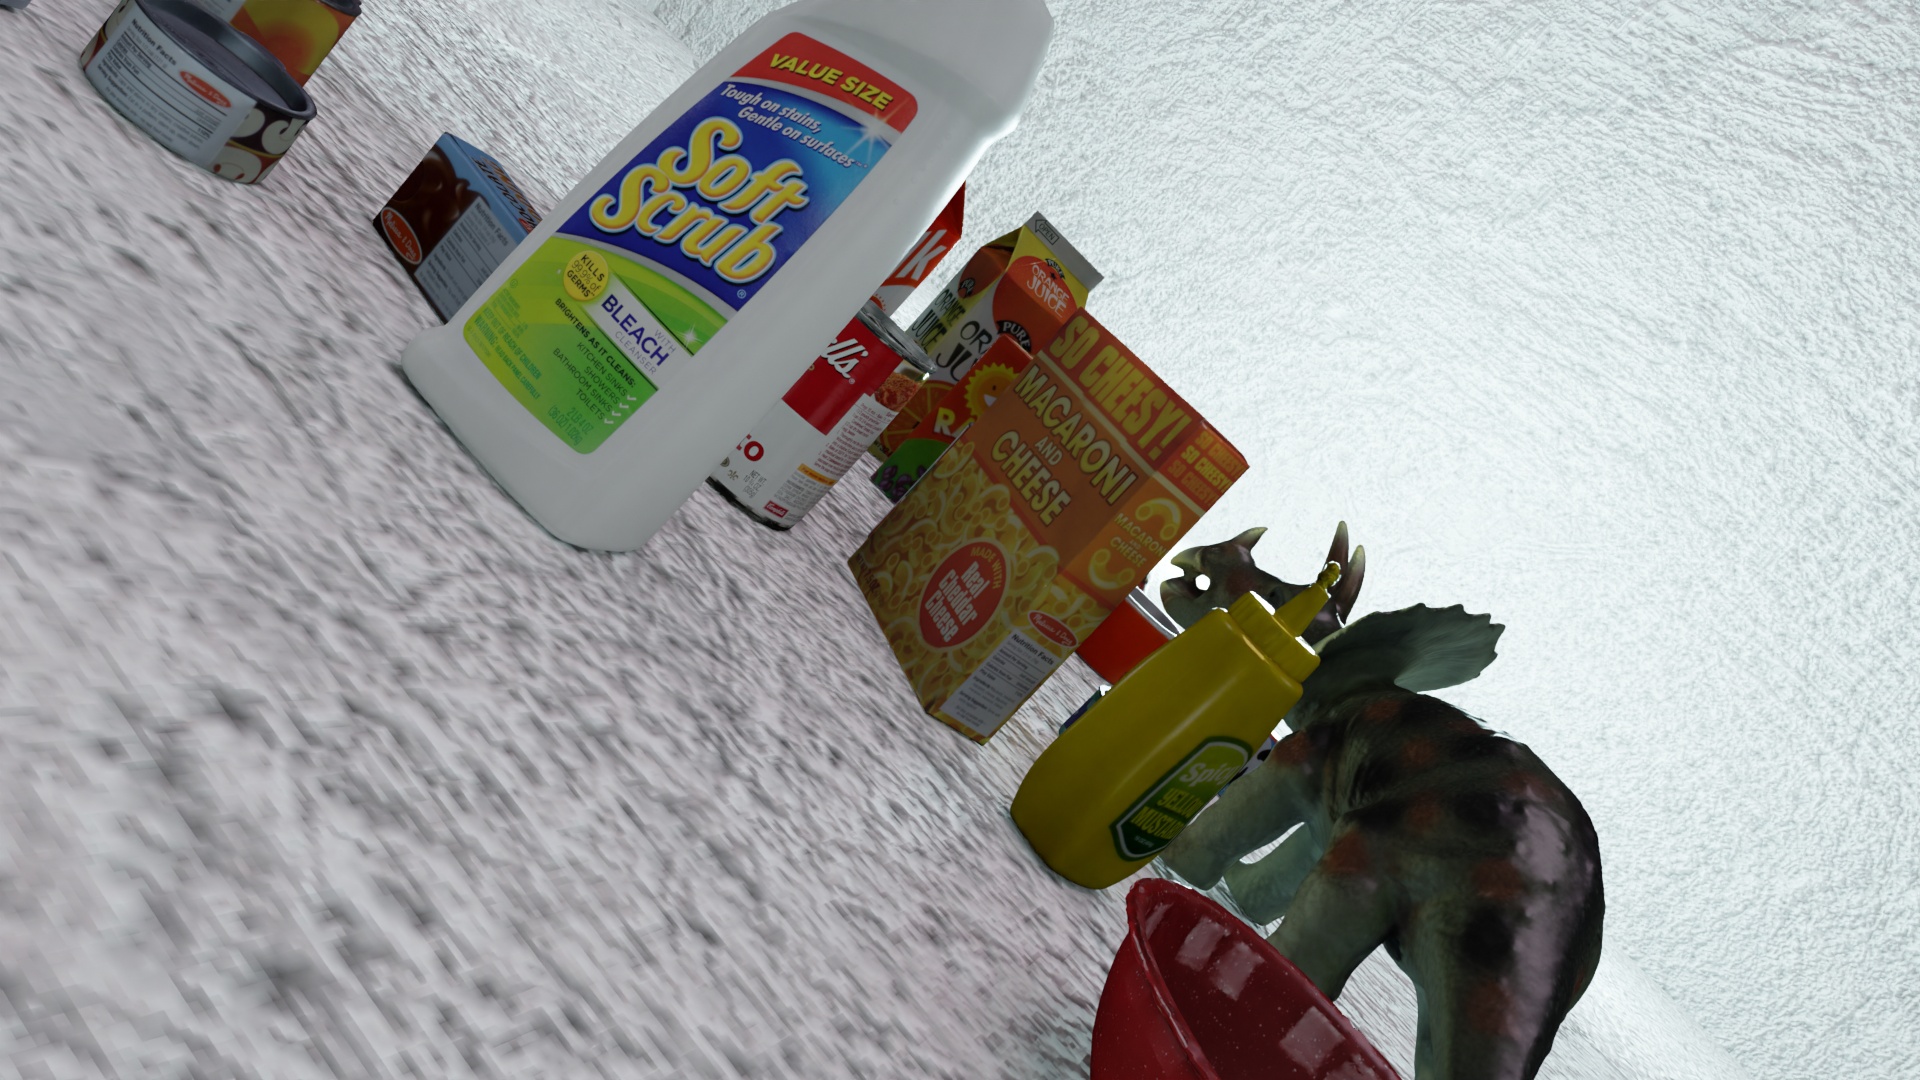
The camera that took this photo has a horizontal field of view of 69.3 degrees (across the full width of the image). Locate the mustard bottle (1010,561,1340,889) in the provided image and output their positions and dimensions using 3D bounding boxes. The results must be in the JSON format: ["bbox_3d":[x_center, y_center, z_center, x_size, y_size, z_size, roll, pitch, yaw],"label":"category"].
[{"bbox_3d":[0.091,0.068,0.543,0.065,0.160,0.049,31,15,-50],"label":"mustard bottle"}]

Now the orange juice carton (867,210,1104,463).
[{"bbox_3d":[0.011,-0.131,0.950,0.071,0.192,0.073,39,11,-25],"label":"orange juice carton"}]

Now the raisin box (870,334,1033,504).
[{"bbox_3d":[0.018,-0.053,0.859,0.086,0.123,0.040,45,10,12],"label":"raisin box"}]

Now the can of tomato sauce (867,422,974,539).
[{"bbox_3d":[0.003,-0.009,0.736,0.071,0.083,0.071,42,10,-9],"label":"can of tomato sauce"}]

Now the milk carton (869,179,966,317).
[{"bbox_3d":[-0.072,-0.158,0.756,0.072,0.190,0.073,49,11,31],"label":"milk carton"}]

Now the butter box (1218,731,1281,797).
[{"bbox_3d":[0.170,0.126,0.906,0.024,0.053,0.104,32,15,-49],"label":"butter box"}]

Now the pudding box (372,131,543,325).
[{"bbox_3d":[-0.186,-0.113,0.537,0.084,0.049,0.030,48,11,26],"label":"pudding box"}]

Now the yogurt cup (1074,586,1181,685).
[{"bbox_3d":[0.105,0.060,0.923,0.072,0.054,0.072,41,10,-9],"label":"yogurt cup"}]

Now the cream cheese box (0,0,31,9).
[{"bbox_3d":[-0.329,-0.224,0.439,0.104,0.053,0.024,43,10,-1],"label":"cream cheese box"}]

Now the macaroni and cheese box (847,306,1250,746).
[{"bbox_3d":[0.033,-0.010,0.619,0.040,0.166,0.124,36,12,-36],"label":"macaroni and cheese box"}]

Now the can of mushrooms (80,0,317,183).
[{"bbox_3d":[-0.261,-0.157,0.480,0.071,0.033,0.071,41,10,-9],"label":"can of mushrooms"}]

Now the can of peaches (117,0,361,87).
[{"bbox_3d":[-0.278,-0.205,0.540,0.071,0.058,0.071,41,10,-9],"label":"can of peaches"}]

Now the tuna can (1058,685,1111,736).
[{"bbox_3d":[0.084,0.109,0.706,0.071,0.033,0.071,41,10,-9],"label":"tuna can"}]

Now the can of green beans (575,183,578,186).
[{"bbox_3d":[-0.160,-0.113,0.612,0.071,0.057,0.071,41,10,-9],"label":"can of green beans"}]
